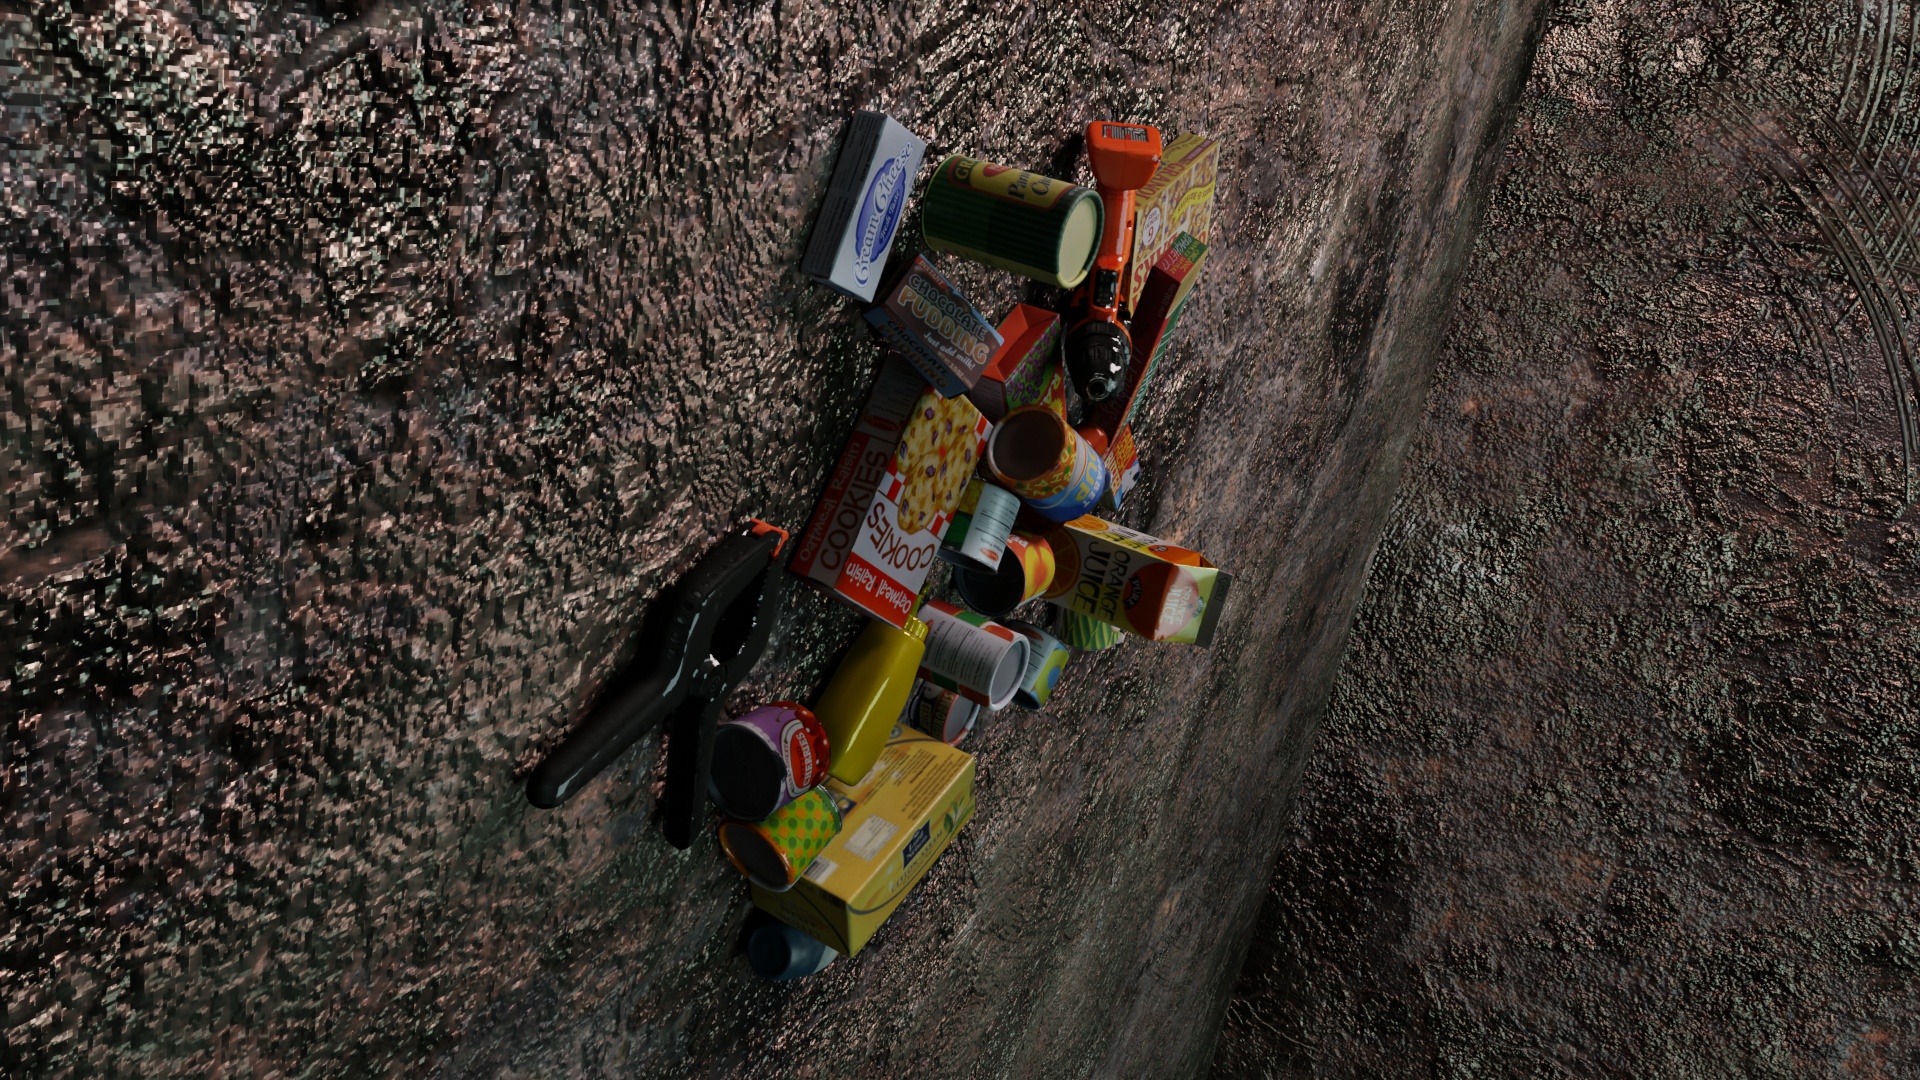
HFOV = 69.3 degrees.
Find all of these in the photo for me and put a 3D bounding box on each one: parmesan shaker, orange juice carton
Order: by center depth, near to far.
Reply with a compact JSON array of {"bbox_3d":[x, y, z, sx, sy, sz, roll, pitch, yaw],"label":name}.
[{"bbox_3d":[0.036,-0.211,0.917,0.072,0.103,0.071,-45,146,-42],"label":"parmesan shaker"},{"bbox_3d":[0.138,0.031,1.210,0.073,0.193,0.071,-14,121,-62],"label":"orange juice carton"}]

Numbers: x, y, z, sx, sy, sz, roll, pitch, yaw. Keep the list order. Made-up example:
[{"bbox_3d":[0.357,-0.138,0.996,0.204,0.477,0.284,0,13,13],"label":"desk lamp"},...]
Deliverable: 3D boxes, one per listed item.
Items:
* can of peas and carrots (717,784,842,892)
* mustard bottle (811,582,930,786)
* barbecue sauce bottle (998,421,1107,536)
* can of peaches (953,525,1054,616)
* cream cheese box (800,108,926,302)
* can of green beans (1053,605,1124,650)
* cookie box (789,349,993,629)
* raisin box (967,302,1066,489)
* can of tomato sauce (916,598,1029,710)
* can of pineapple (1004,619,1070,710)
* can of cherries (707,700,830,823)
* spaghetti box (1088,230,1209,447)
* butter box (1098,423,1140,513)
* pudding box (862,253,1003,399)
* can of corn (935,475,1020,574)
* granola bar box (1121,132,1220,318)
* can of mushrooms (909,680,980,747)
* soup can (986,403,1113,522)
[{"bbox_3d":[-0.126,0.197,0.960,0.059,0.071,0.070,-45,147,-40],"label":"can of peas and carrots"},{"bbox_3d":[-0.063,0.101,1.029,0.160,0.049,0.065,-62,155,-15],"label":"mustard bottle"},{"bbox_3d":[0.087,-0.060,1.196,0.043,0.065,0.149,-41,-177,36],"label":"barbecue sauce bottle"},{"bbox_3d":[0.037,0.022,1.150,0.058,0.071,0.071,-21,128,-58],"label":"can of peaches"},{"bbox_3d":[-0.058,-0.199,0.830,0.053,0.024,0.103,13,97,-64],"label":"cream cheese box"},{"bbox_3d":[0.128,0.067,1.368,0.071,0.071,0.057,-36,140,-50],"label":"can of green beans"},{"bbox_3d":[-0.046,-0.031,0.971,0.167,0.040,0.122,-66,155,-8],"label":"cookie box"},{"bbox_3d":[0.046,-0.111,1.094,0.086,0.040,0.122,-53,152,-31],"label":"raisin box"},{"bbox_3d":[0.005,0.092,1.119,0.071,0.083,0.070,-44,146,-41],"label":"can of tomato sauce"},{"bbox_3d":[0.058,0.114,1.266,0.058,0.071,0.070,-59,154,-19],"label":"can of pineapple"},{"bbox_3d":[-0.125,0.144,0.909,0.058,0.071,0.071,-19,126,-59],"label":"can of cherries"},{"bbox_3d":[0.156,-0.165,1.194,0.050,0.029,0.248,-50,169,-28],"label":"spaghetti box"},{"bbox_3d":[0.148,-0.074,1.348,0.053,0.024,0.103,-59,154,-18],"label":"butter box"},{"bbox_3d":[-0.017,-0.139,0.904,0.083,0.030,0.050,44,61,-22],"label":"pudding box"},{"bbox_3d":[0.004,-0.013,1.054,0.058,0.071,0.071,-70,156,-10],"label":"can of corn"},{"bbox_3d":[0.170,-0.269,1.220,0.166,0.039,0.123,-45,148,-41],"label":"granola bar box"},{"bbox_3d":[-0.012,0.142,1.184,0.071,0.033,0.070,-46,148,-40],"label":"can of mushrooms"},{"bbox_3d":[0.068,-0.058,1.049,0.083,0.071,0.071,36,77,-58],"label":"soup can"}]
